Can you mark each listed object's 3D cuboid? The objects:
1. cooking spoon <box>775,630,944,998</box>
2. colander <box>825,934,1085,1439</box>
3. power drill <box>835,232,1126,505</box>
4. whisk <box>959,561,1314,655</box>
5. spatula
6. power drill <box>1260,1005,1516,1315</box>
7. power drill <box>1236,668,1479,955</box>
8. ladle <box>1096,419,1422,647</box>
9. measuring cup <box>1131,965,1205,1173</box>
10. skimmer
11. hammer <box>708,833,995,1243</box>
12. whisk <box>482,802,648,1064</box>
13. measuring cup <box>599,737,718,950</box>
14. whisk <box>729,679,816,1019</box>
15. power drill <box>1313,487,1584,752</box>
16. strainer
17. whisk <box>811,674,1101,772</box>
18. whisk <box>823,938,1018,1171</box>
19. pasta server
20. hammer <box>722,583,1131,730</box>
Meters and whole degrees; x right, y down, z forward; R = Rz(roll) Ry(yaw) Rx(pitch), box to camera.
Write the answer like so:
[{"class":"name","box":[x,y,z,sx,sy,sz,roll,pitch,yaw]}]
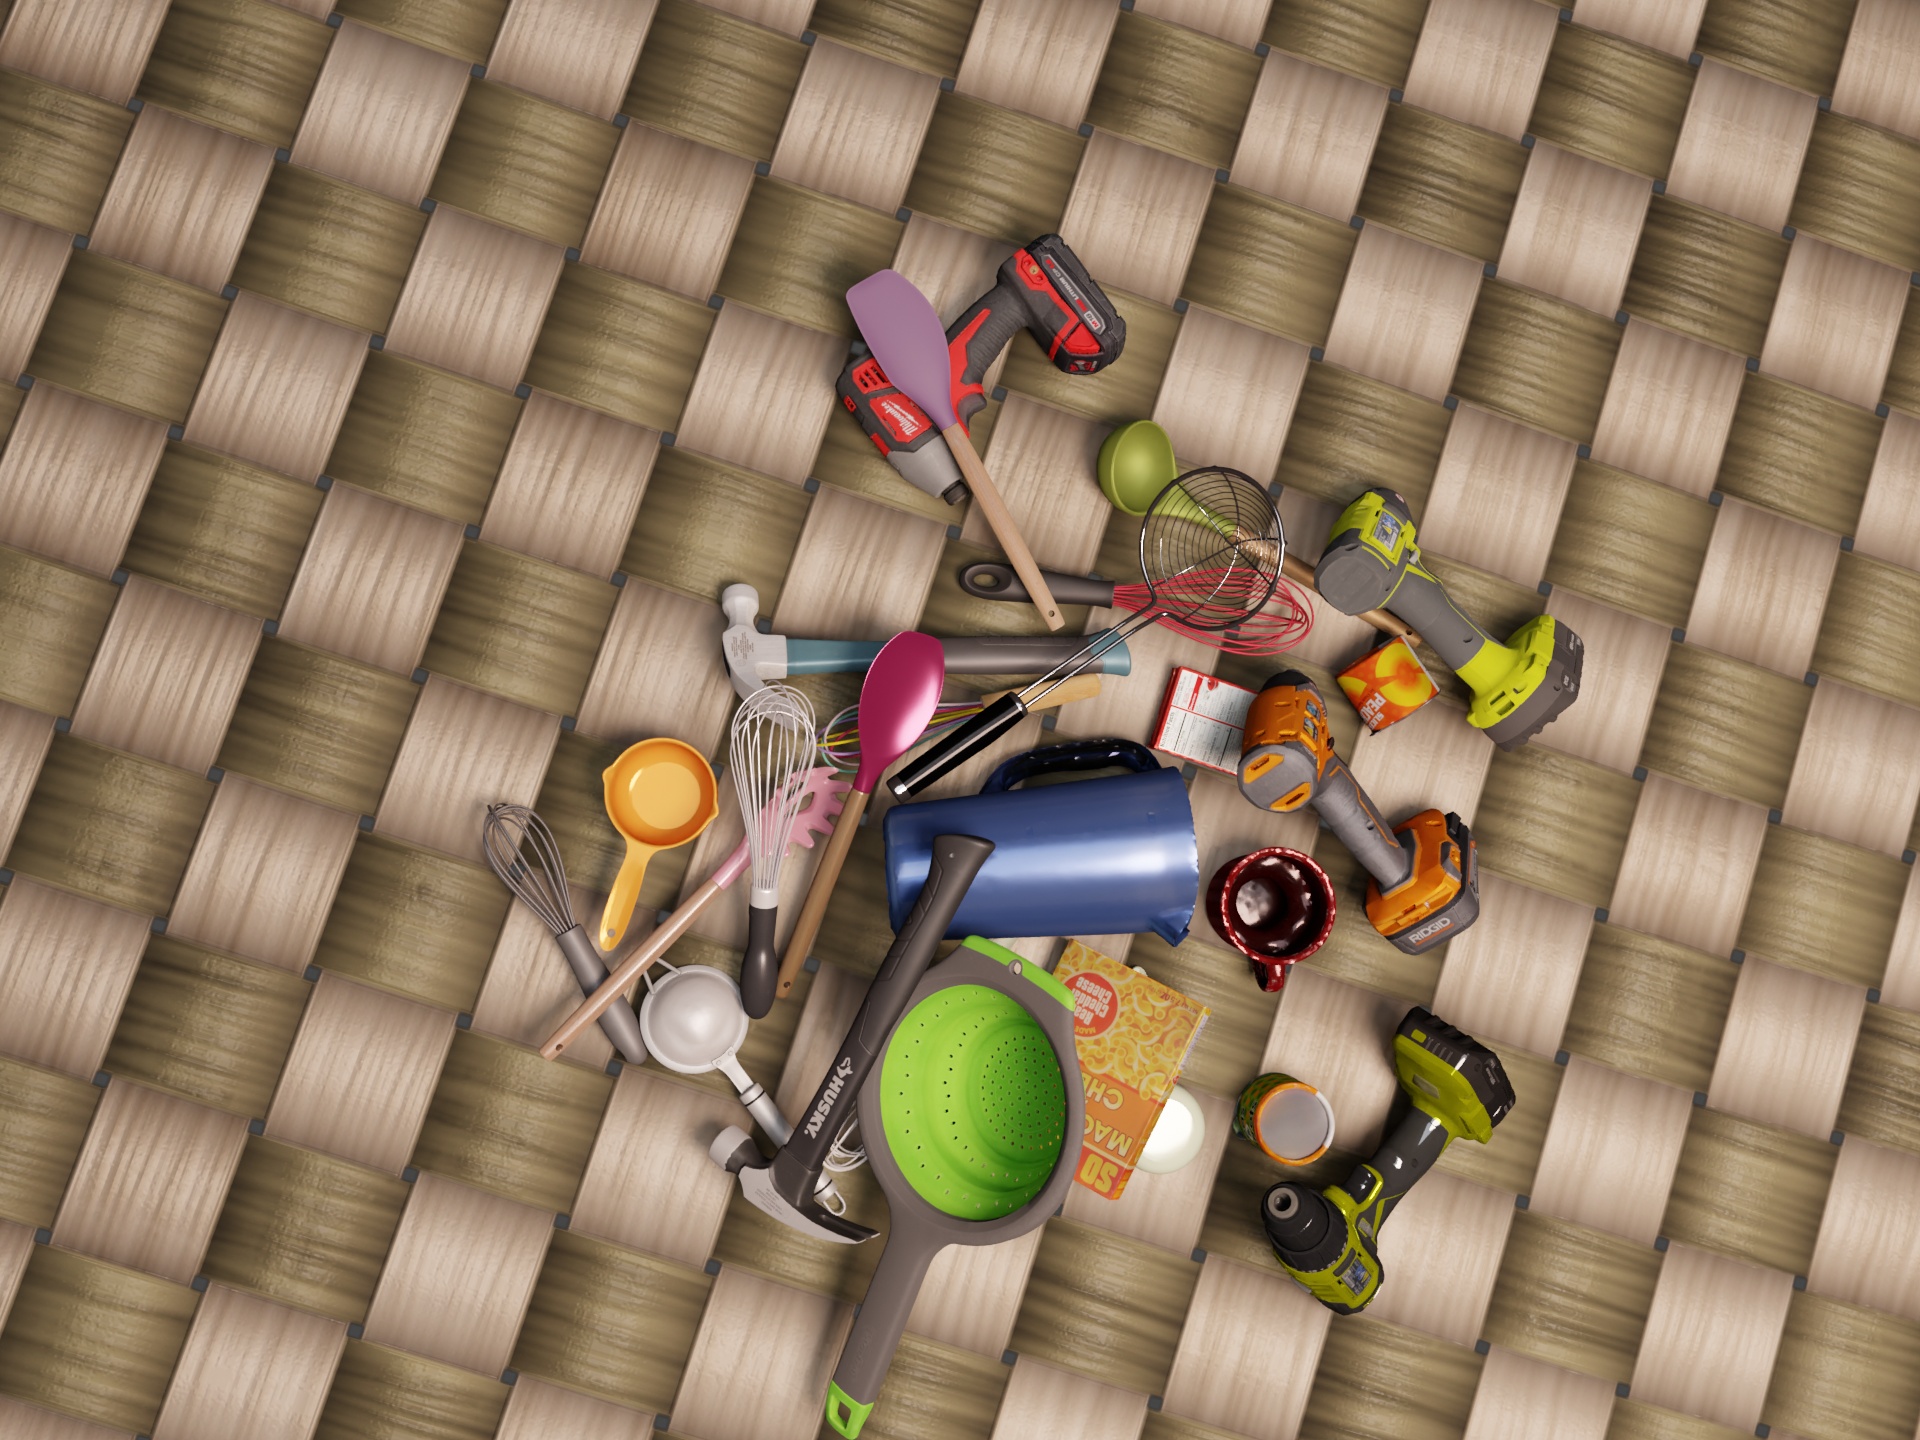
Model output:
[{"class":"cooking spoon","box":[-0.088,0.078,1.255,0.068,0.017,0.319,15,103,-32]},{"class":"colander","box":[-0.002,0.361,1.214,0.205,0.094,0.397,26,99,35]},{"class":"power drill","box":[0.022,-0.285,1.313,0.219,0.078,0.143,-36,89,-4]},{"class":"whisk","box":[0.145,-0.101,1.317,0.296,0.073,0.073,7,85,2]},{"class":"spatula","box":[0.006,-0.213,1.271,0.060,0.018,0.316,-28,97,0]},{"class":"power drill","box":[0.326,0.342,1.239,0.228,0.190,0.080,-49,47,-11]},{"class":"power drill","box":[0.313,0.061,1.269,0.226,0.164,0.084,44,123,-13]},{"class":"ladle","box":[0.254,-0.148,1.329,0.320,0.062,0.078,30,78,-4]},{"class":"measuring cup","box":[0.156,0.285,1.291,0.083,0.038,0.167,-6,88,-5]},{"class":"skimmer","box":[0.090,-0.058,1.232,0.363,0.090,0.127,-35,70,-6]},{"class":"hammer","box":[-0.062,0.231,1.188,0.146,0.035,0.334,32,99,26]},{"class":"whisk","box":[-0.312,0.169,1.263,0.055,0.055,0.239,-29,93,-6]},{"class":"measuring cup","box":[-0.251,0.099,1.269,0.095,0.052,0.173,19,86,-3]},{"class":"whisk","box":[-0.150,0.104,1.232,0.070,0.070,0.284,5,109,-4]},{"class":"power drill","box":[0.397,-0.094,1.298,0.223,0.171,0.080,40,128,-3]},{"class":"strainer","box":[-0.170,0.290,1.267,0.087,0.050,0.258,-38,92,-21]},{"class":"whisk","box":[-0.002,-0.003,1.301,0.245,0.047,0.051,-12,70,-9]},{"class":"whisk","box":[-0.031,0.259,1.280,0.246,0.058,0.059,-52,125,-10]},{"class":"pasta server","box":[-0.210,0.151,1.255,0.316,0.040,0.060,-45,120,-14]},{"class":"hammer","box":[-0.026,-0.054,1.289,0.331,0.033,0.128,-1,56,-8]}]
